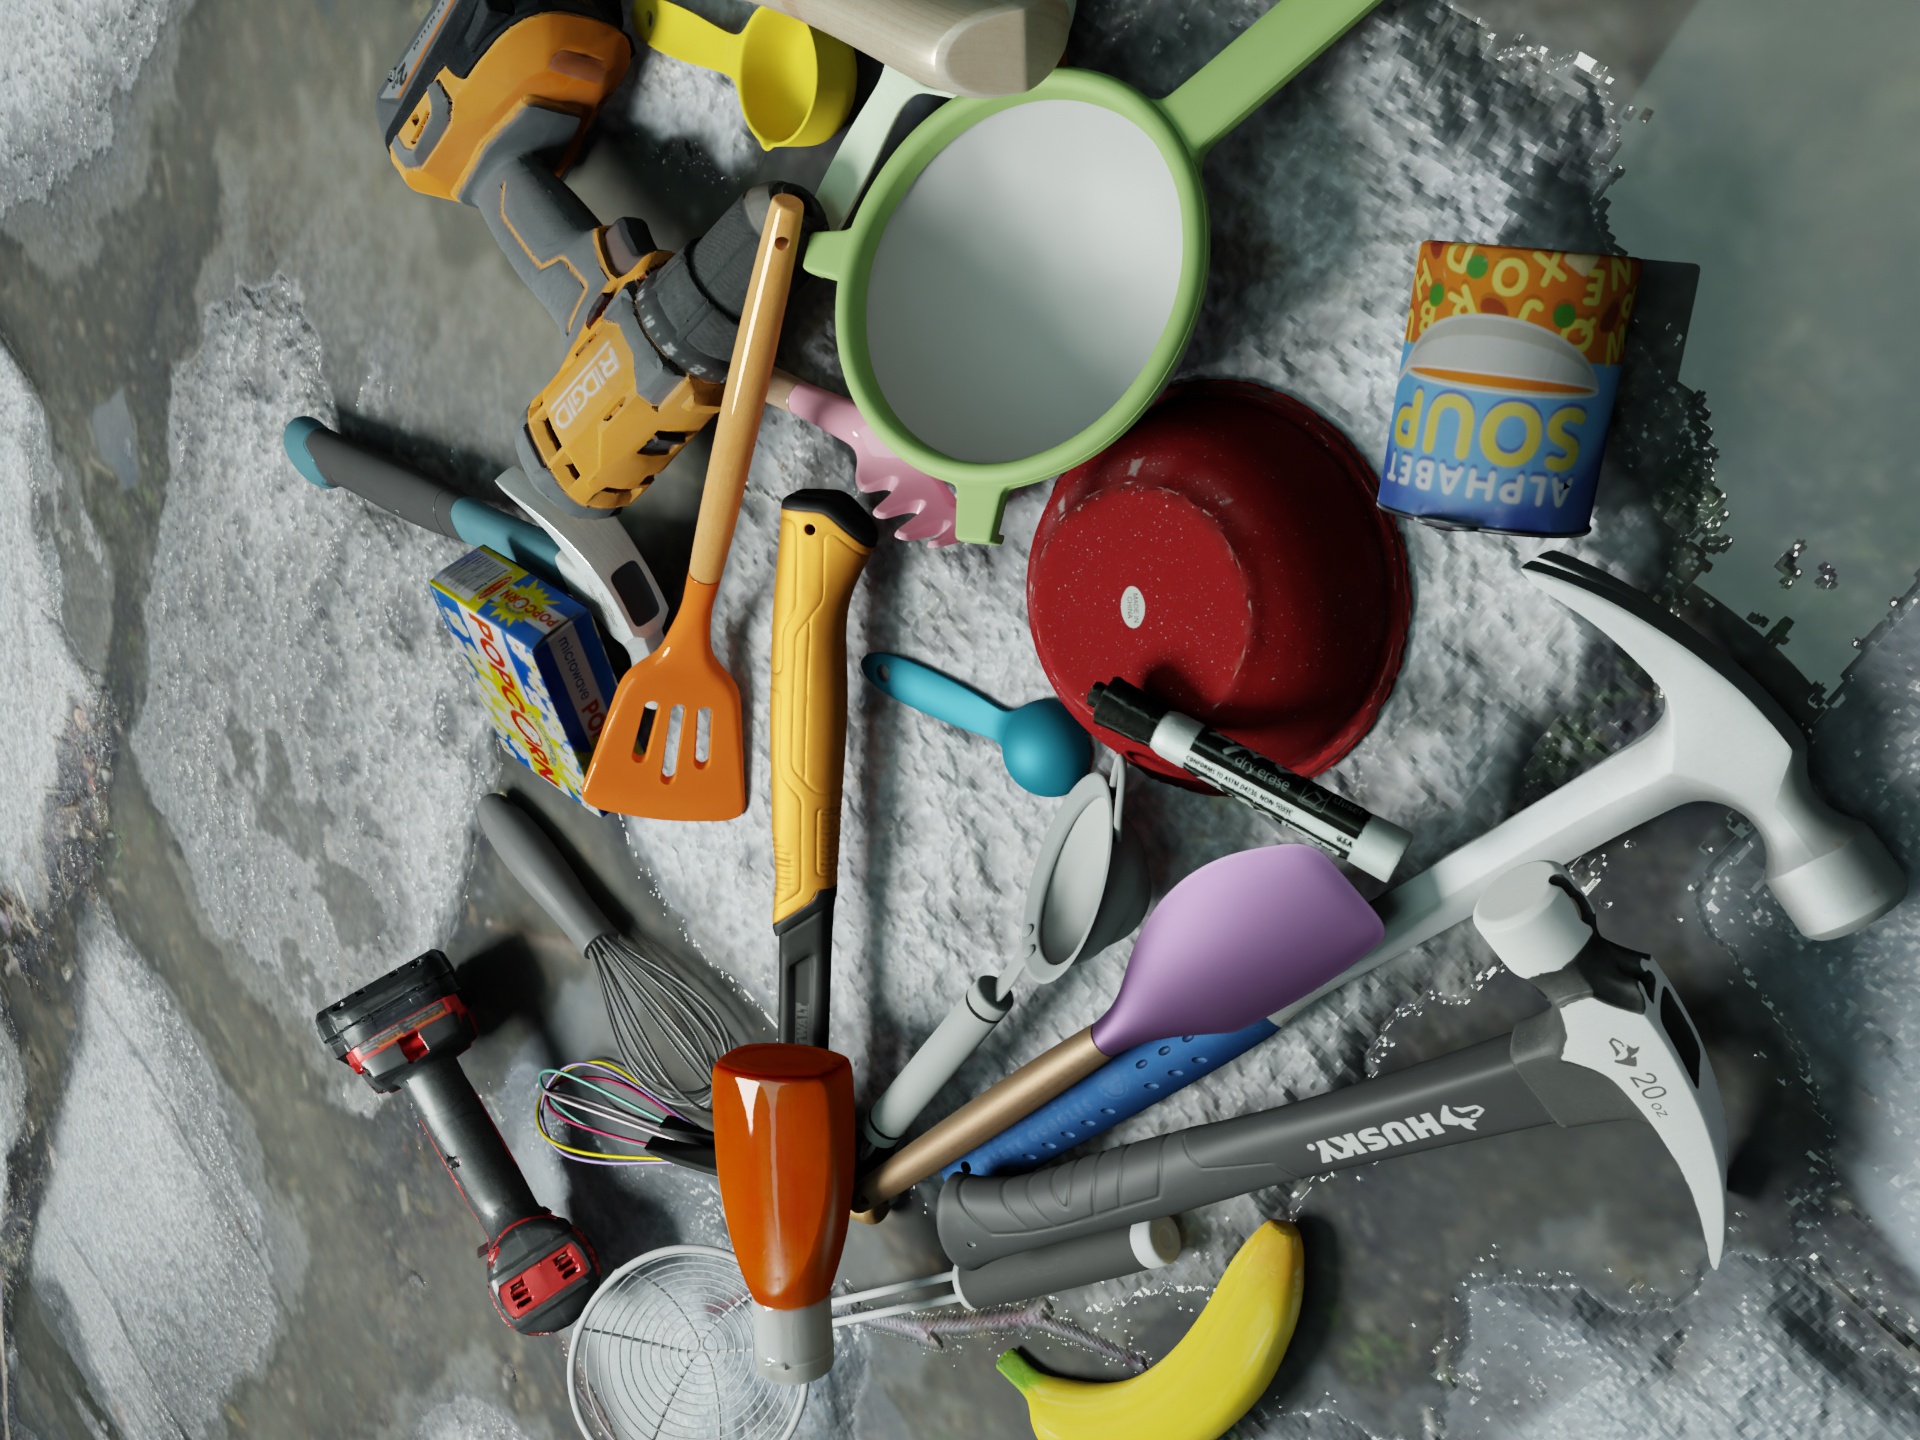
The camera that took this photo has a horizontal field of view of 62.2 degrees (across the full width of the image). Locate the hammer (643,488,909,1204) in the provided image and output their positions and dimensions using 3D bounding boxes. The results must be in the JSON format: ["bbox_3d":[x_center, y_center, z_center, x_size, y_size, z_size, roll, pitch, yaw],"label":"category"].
[{"bbox_3d":[-0.078,0.062,0.731,0.127,0.034,0.336,7,106,10],"label":"hammer"}]

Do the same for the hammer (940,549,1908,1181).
[{"bbox_3d":[0.120,0.095,0.603,0.405,0.035,0.144,-41,78,38],"label":"hammer"}]

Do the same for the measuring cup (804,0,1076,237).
[{"bbox_3d":[-0.013,-0.245,0.626,0.167,0.038,0.083,-49,62,39],"label":"measuring cup"}]

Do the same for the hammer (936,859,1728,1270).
[{"bbox_3d":[0.113,0.164,0.591,0.335,0.035,0.146,-30,106,39],"label":"hammer"}]

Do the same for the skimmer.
[{"bbox_3d":[-0.054,0.292,0.758,0.363,0.090,0.127,-29,82,39],"label":"skimmer"}]

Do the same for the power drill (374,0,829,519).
[{"bbox_3d":[-0.157,-0.229,0.701,0.185,0.084,0.226,-36,74,35],"label":"power drill"}]

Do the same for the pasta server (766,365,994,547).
[{"bbox_3d":[-0.096,-0.155,0.717,0.316,0.040,0.060,30,110,31],"label":"pasta server"}]

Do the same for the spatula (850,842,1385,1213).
[{"bbox_3d":[0.041,0.137,0.640,0.060,0.018,0.316,48,128,3],"label":"spatula"}]

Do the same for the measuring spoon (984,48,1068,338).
[{"bbox_3d":[0.024,-0.208,0.622,0.021,0.011,0.117,23,114,33],"label":"measuring spoon"}]

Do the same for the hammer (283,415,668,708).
[{"bbox_3d":[-0.270,-0.109,0.851,0.331,0.033,0.128,24,144,37],"label":"hammer"}]

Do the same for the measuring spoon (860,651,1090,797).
[{"bbox_3d":[-0.001,-0.002,0.687,0.129,0.021,0.042,25,116,33],"label":"measuring spoon"}]

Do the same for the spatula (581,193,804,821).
[{"bbox_3d":[-0.107,-0.077,0.698,0.041,0.081,0.322,-98,22,-44],"label":"spatula"}]

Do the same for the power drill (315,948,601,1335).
[{"bbox_3d":[-0.281,0.251,0.924,0.220,0.078,0.143,58,160,8],"label":"power drill"}]

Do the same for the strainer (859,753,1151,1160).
[{"bbox_3d":[0.018,0.112,0.669,0.050,0.087,0.258,24,124,-17],"label":"strainer"}]

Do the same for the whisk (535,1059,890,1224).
[{"bbox_3d":[-0.138,0.222,0.844,0.245,0.047,0.051,7,117,33],"label":"whisk"}]

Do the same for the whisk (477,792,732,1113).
[{"bbox_3d":[-0.198,0.121,0.863,0.239,0.055,0.055,45,125,26],"label":"whisk"}]

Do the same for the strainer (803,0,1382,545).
[{"bbox_3d":[0.071,-0.184,0.568,0.256,0.069,0.152,-37,68,21],"label":"strainer"}]

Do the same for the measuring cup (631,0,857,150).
[{"bbox_3d":[-0.097,-0.294,0.697,0.157,0.029,0.062,39,128,39],"label":"measuring cup"}]

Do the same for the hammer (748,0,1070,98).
[{"bbox_3d":[-0.125,-0.321,0.638,0.411,0.146,0.038,28,145,28],"label":"hammer"}]
